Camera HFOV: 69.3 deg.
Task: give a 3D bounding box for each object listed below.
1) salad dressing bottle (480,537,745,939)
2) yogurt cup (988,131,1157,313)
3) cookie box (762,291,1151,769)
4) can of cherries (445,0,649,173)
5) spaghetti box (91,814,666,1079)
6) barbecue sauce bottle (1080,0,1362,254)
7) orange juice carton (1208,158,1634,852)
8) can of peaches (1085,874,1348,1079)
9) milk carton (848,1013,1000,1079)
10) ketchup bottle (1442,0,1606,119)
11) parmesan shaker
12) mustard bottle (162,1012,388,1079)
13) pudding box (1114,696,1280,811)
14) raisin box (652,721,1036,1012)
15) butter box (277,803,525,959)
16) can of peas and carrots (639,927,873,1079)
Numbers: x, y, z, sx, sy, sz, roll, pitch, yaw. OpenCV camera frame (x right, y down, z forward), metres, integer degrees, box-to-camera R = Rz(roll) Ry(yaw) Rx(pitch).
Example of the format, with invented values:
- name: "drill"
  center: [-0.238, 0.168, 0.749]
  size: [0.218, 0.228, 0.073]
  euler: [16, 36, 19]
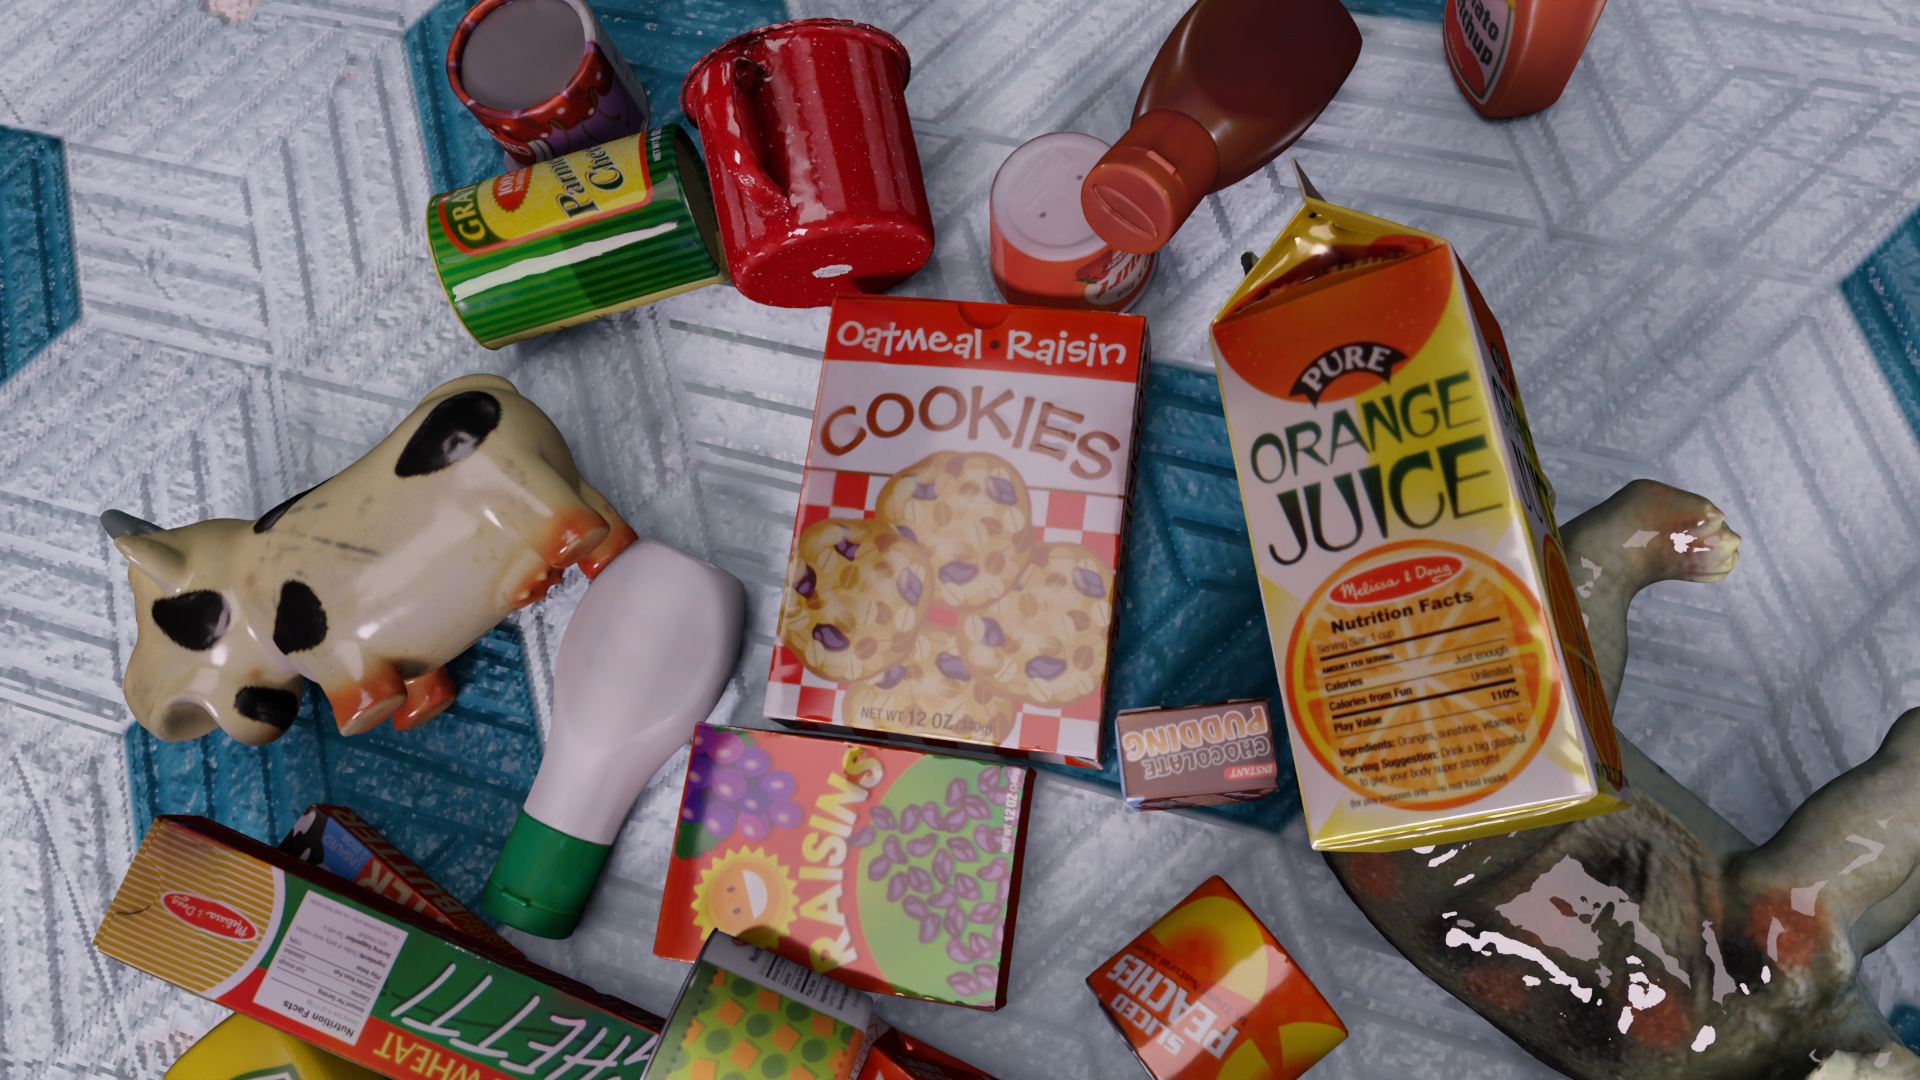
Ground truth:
- name: "salad dressing bottle"
  center: [-0.132, 0.074, 0.523]
  size: [0.064, 0.044, 0.148]
  euler: [22, 81, 10]
- name: "yogurt cup"
  center: [0.042, -0.122, 0.541]
  size: [0.072, 0.054, 0.072]
  euler: [-2, 75, 9]
- name: "cookie box"
  center: [0.002, -0.007, 0.524]
  size: [0.123, 0.040, 0.168]
  euler: [6, 77, 10]
- name: "can of cherries"
  center: [-0.176, -0.191, 0.590]
  size: [0.071, 0.058, 0.071]
  euler: [-2, 75, 8]
- name: "spaghetti box"
  center: [-0.174, 0.168, 0.486]
  size: [0.250, 0.028, 0.050]
  euler: [23, 80, 1]
- name: "barbecue sauce bottle"
  center: [0.095, -0.161, 0.515]
  size: [0.065, 0.043, 0.149]
  euler: [38, 56, 0]
- name: "orange juice carton"
  center: [0.125, -0.013, 0.397]
  size: [0.073, 0.072, 0.193]
  euler: [-18, 69, 28]
- name: "can of peaches"
  center: [0.083, 0.152, 0.455]
  size: [0.058, 0.071, 0.071]
  euler: [-38, 74, -3]
- name: "milk carton"
  center: [0.012, 0.217, 0.423]
  size: [0.190, 0.073, 0.072]
  euler: [14, 75, 50]
- name: "ketchup bottle"
  center: [0.208, -0.213, 0.489]
  size: [0.043, 0.148, 0.065]
  euler: [-13, 75, 4]
- name: "parmesan shaker"
  center: [-0.153, -0.125, 0.567]
  size: [0.103, 0.071, 0.071]
  euler: [-16, 74, 4]
- name: "mustard bottle"
  center: [-0.218, 0.238, 0.490]
  size: [0.065, 0.048, 0.160]
  euler: [-41, 73, -1]
- name: "pudding box"
  center: [0.079, 0.073, 0.469]
  size: [0.050, 0.083, 0.030]
  euler: [-7, 76, 7]
- name: "raisin box"
  center: [-0.040, 0.115, 0.500]
  size: [0.123, 0.040, 0.086]
  euler: [6, 78, 9]
- name: "butter box"
  center: [-0.221, 0.150, 0.526]
  size: [0.103, 0.024, 0.053]
  euler: [33, 83, 15]
- name: "can of peas and carrots"
  center: [-0.068, 0.169, 0.445]
  size: [0.059, 0.071, 0.071]
  euler: [23, 80, 1]
